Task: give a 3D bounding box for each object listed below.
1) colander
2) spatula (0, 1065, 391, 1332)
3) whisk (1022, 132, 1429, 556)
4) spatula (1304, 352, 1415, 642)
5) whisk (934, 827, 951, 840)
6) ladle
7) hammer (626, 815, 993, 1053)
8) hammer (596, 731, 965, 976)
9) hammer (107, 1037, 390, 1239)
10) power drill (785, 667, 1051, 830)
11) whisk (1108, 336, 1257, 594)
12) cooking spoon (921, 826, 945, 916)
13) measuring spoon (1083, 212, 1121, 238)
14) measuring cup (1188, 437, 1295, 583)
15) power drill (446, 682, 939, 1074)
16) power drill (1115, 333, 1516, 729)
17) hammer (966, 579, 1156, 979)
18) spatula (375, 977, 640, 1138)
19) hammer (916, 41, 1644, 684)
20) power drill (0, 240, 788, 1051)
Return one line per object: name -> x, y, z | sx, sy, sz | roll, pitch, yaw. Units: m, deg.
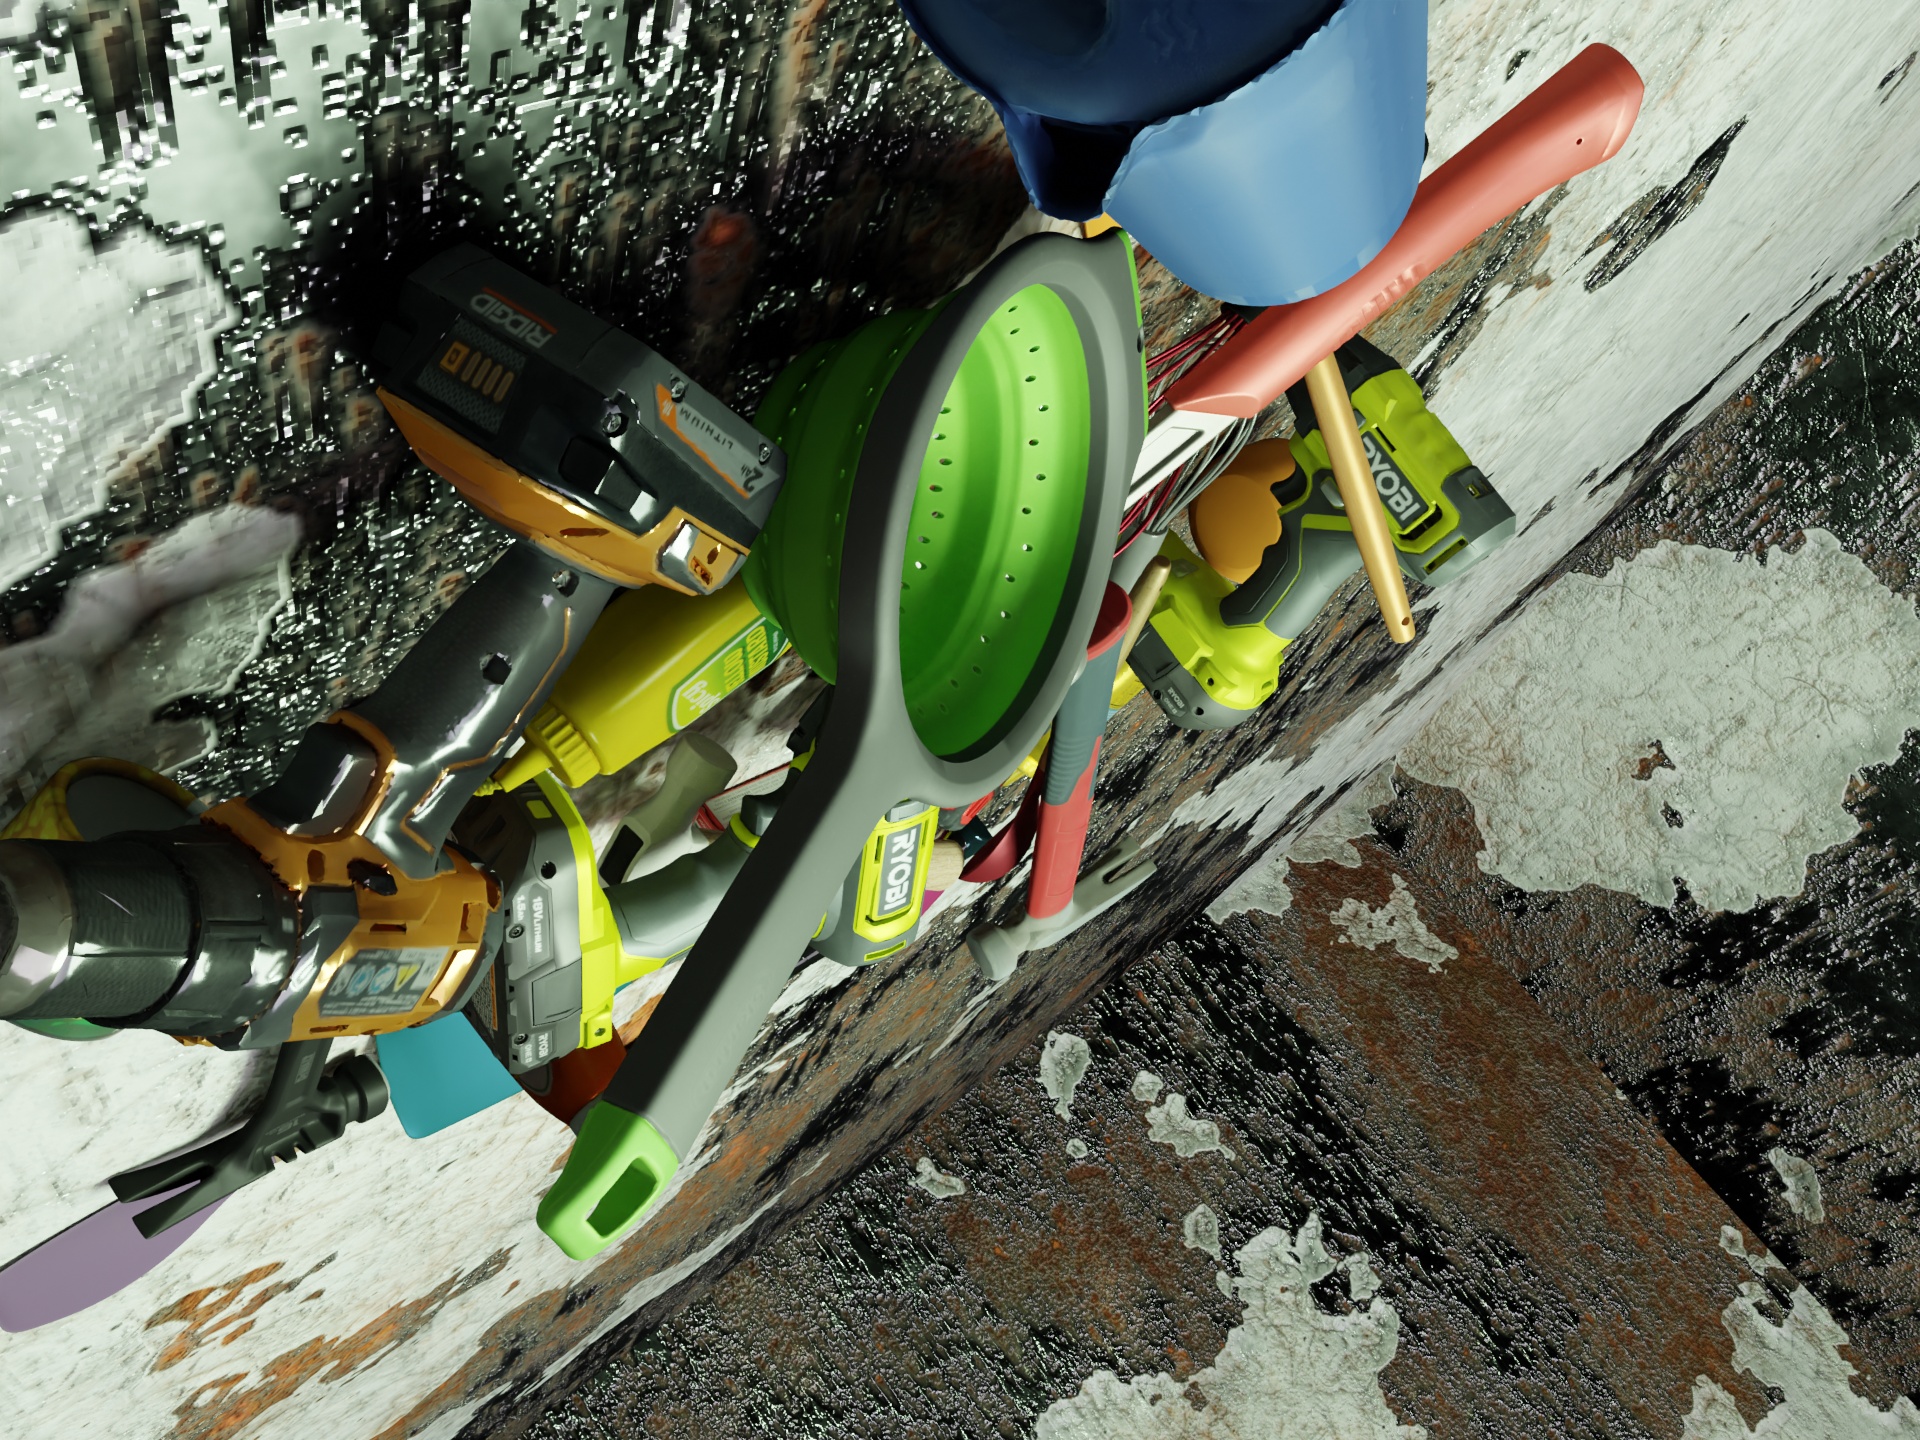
colander -> -0.052, -0.017, 0.538 | 0.397, 0.094, 0.204 | -60, 153, -31
spatula -> -0.331, 0.208, 0.819 | 0.316, 0.018, 0.059 | -31, 140, -33
whisk -> 0.121, -0.177, 0.764 | 0.296, 0.073, 0.073 | -47, 164, -2
spatula -> 0.177, -0.156, 0.749 | 0.081, 0.041, 0.322 | -35, 126, -8
whisk -> 0.013, 0.009, 1.050 | 0.245, 0.047, 0.051 | -53, 172, 24
ladle -> 0.062, 0.010, 0.955 | 0.069, 0.031, 0.315 | -47, 168, -40
hammer -> -0.115, 0.169, 1.154 | 0.331, 0.033, 0.128 | -34, 164, -8
hammer -> -0.086, 0.081, 0.892 | 0.130, 0.031, 0.331 | -54, 155, 11
hammer -> -0.271, 0.107, 0.665 | 0.127, 0.034, 0.336 | -25, 158, -45
power drill -> -0.001, -0.003, 0.909 | 0.143, 0.078, 0.219 | -51, 166, 8
whisk -> 0.107, -0.108, 0.880 | 0.055, 0.055, 0.238 | -28, 152, -39
cooking spoon -> -0.023, 0.110, 1.267 | 0.069, 0.017, 0.318 | -34, 163, -25
measuring spoon -> 0.052, -0.206, 0.625 | 0.021, 0.011, 0.117 | -47, 167, 2
measuring cup -> 0.178, -0.091, 1.004 | 0.052, 0.095, 0.173 | -20, 129, -45
power drill -> -0.106, 0.048, 0.704 | 0.228, 0.080, 0.190 | -17, 133, -32
power drill -> 0.179, -0.110, 0.910 | 0.080, 0.171, 0.223 | -24, 166, -48
hammer -> 0.075, 0.035, 0.936 | 0.143, 0.038, 0.386 | -31, 154, -19
spatula -> -0.182, 0.125, 0.910 | 0.317, 0.044, 0.082 | -36, 134, -41
hammer -> 0.131, -0.165, 0.682 | 0.359, 0.037, 0.149 | -39, 129, 8
power drill -> -0.156, -0.011, 0.433 | 0.226, 0.084, 0.185 | -59, 163, 2
